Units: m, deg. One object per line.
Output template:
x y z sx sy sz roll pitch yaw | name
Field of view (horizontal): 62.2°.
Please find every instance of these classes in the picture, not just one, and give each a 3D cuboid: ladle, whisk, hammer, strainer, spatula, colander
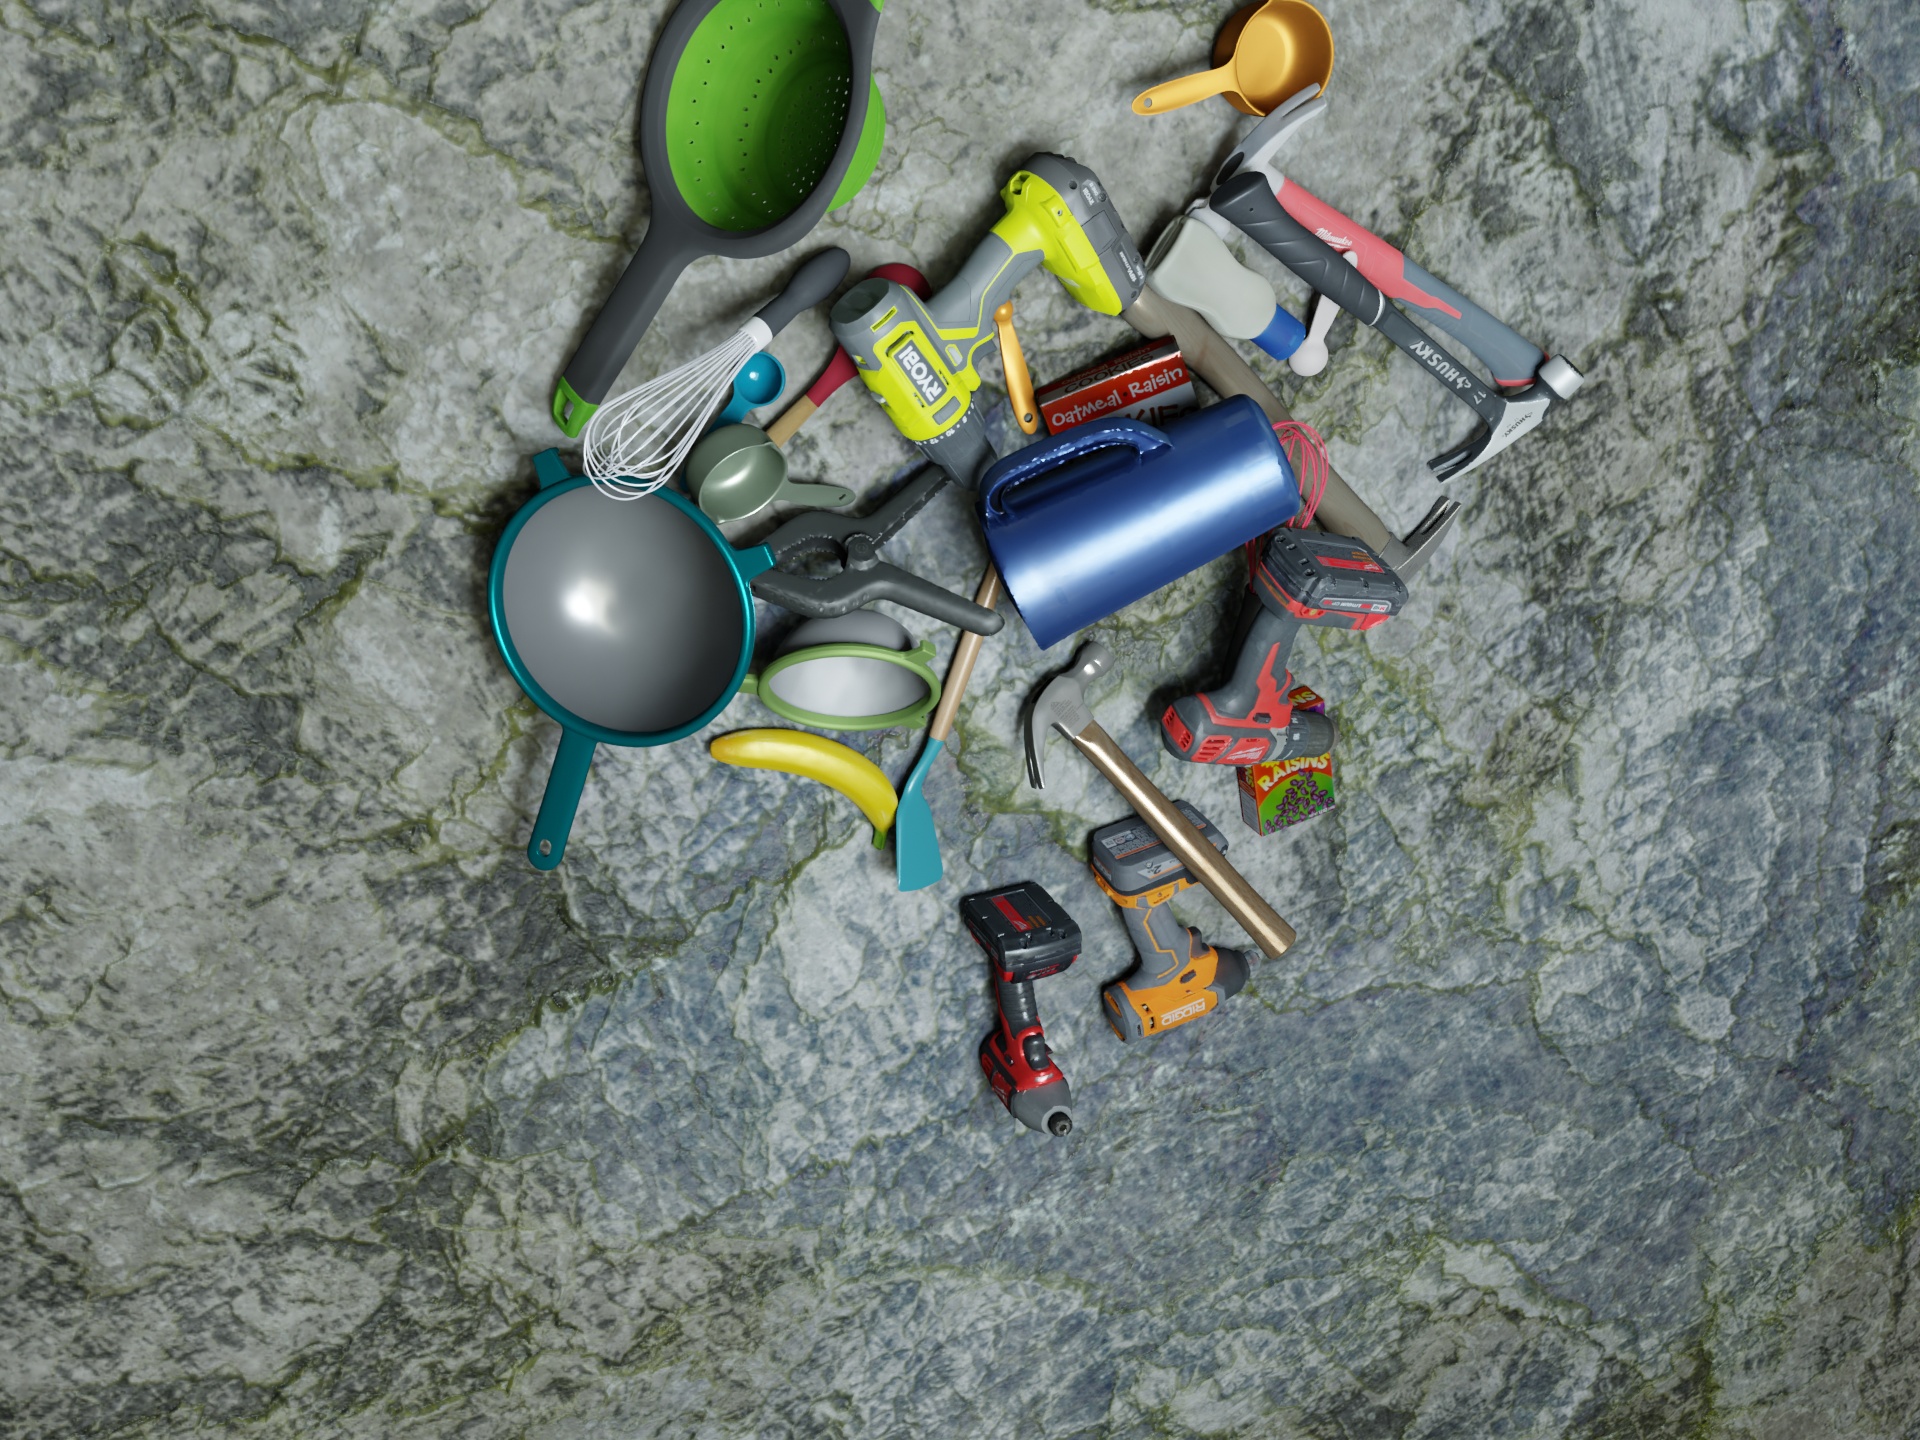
-0.137 -0.235 1.253 0.315 0.031 0.069 -45 120 4 | ladle
-0.172 -0.263 1.159 0.285 0.070 0.070 -50 123 -26 | whisk
0.183 0.091 1.431 0.130 0.031 0.331 -45 99 -12 | hammer
0.267 -0.131 1.403 0.073 0.073 0.295 -9 131 -17 | whisk
-0.144 -0.052 1.310 0.256 0.069 0.151 3 155 -3 | strainer
-0.002 -0.004 1.391 0.082 0.044 0.317 -6 118 -62 | spatula
-0.268 -0.038 1.244 0.211 0.095 0.340 24 113 3 | strainer
0.354 -0.333 1.335 0.408 0.036 0.149 25 123 -34 | hammer
-0.168 -0.362 1.146 0.397 0.205 0.094 -51 155 24 | colander
0.378 -0.387 1.343 0.386 0.038 0.143 20 136 -30 | hammer
0.284 -0.258 1.392 0.146 0.038 0.410 -48 119 3 | hammer

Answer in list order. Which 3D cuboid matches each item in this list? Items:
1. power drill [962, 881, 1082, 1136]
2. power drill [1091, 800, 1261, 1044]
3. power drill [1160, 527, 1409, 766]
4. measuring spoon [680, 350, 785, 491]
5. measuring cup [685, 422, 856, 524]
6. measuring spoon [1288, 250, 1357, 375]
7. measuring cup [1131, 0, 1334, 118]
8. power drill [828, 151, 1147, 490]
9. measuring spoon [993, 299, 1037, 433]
0.063 0.276 1.483 0.078 0.143 0.219 -11 113 -18 | power drill
0.212 0.195 1.540 0.164 0.084 0.226 -18 121 -15 | power drill
0.296 -0.050 1.394 0.187 0.080 0.226 3 129 -31 | power drill
-0.179 -0.231 1.244 0.042 0.021 0.128 40 106 7 | measuring spoon
-0.146 -0.191 1.245 0.167 0.038 0.083 -1 137 -53 | measuring cup
0.311 -0.340 1.345 0.034 0.018 0.124 2 139 -11 | measuring spoon
0.204 -0.506 1.246 0.173 0.052 0.095 -21 118 -9 | measuring cup
0.030 -0.306 1.236 0.228 0.080 0.190 -43 129 -5 | power drill
0.046 -0.289 1.304 0.021 0.011 0.116 -21 118 -10 | measuring spoon
